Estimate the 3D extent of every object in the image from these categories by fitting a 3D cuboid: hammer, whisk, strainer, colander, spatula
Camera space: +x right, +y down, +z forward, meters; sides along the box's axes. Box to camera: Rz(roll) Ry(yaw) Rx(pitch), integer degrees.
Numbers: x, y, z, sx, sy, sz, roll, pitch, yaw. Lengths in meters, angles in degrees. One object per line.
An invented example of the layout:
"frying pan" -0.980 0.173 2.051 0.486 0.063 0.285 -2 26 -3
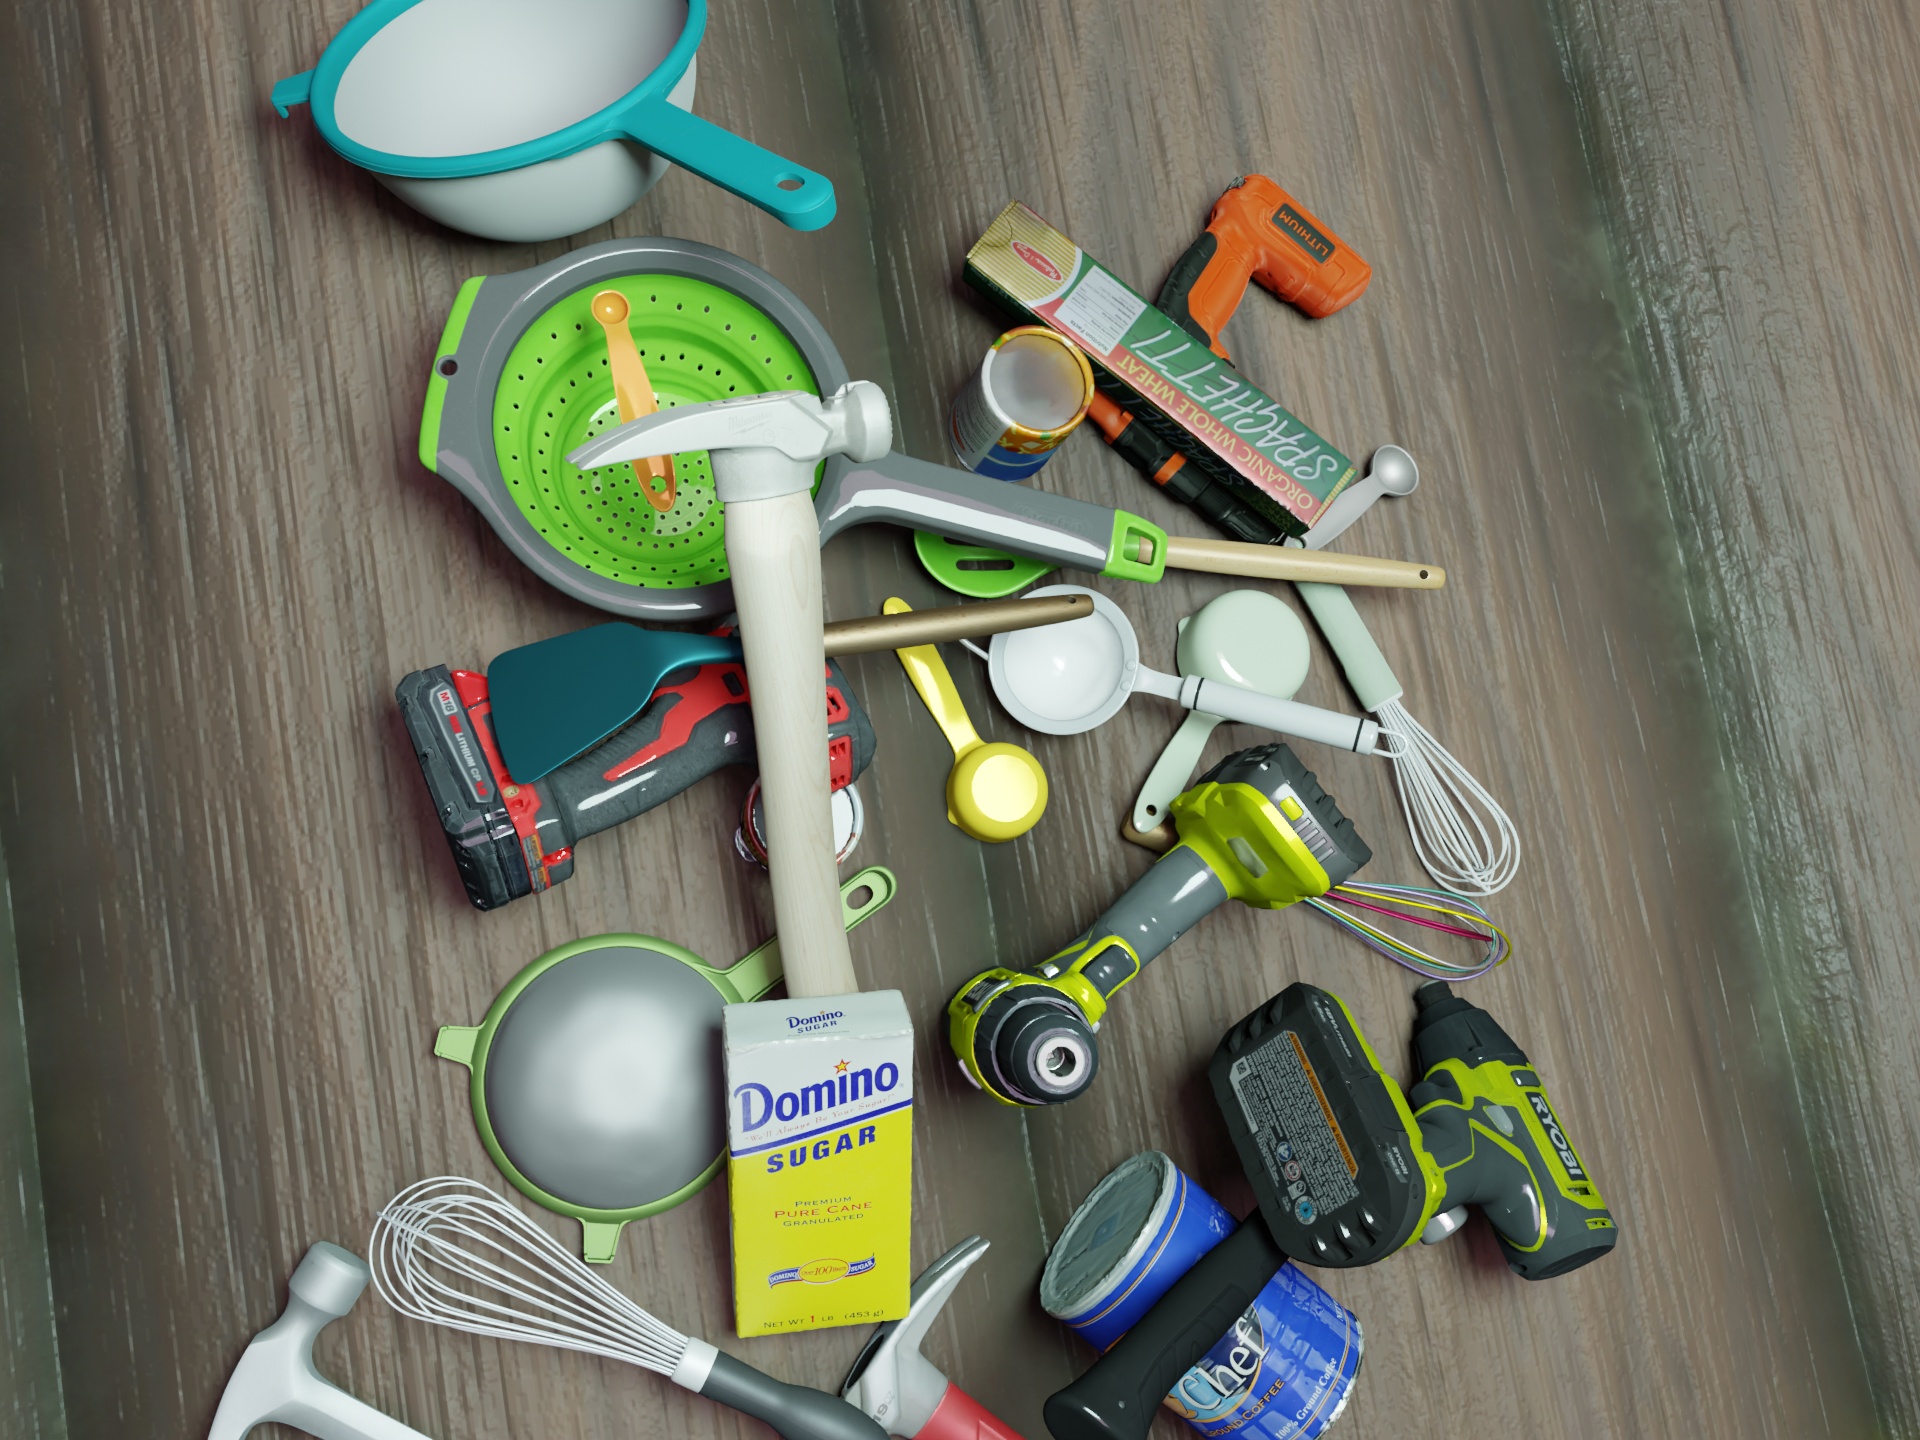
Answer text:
"hammer" -0.184 0.423 0.796 0.405 0.035 0.144 31 76 -6
"whisk" -0.162 0.307 0.794 0.284 0.070 0.070 27 77 -3
"strainer" -0.134 0.155 0.831 0.256 0.069 0.151 -36 90 -14
"hammer" 0.144 0.262 0.798 0.334 0.035 0.146 -19 69 -51
"colander" -0.084 -0.128 0.874 0.397 0.094 0.204 13 79 -11
"hammer" -0.088 0.049 0.782 0.146 0.038 0.410 -13 112 -22
"spatula" -0.077 -0.034 0.815 0.317 0.044 0.082 -9 52 -21
"strainer" 0.123 -0.016 0.898 0.258 0.050 0.087 15 85 15
"hammer" 0.108 0.446 0.858 0.386 0.038 0.143 39 74 -5
"whisk" 0.211 0.097 0.934 0.245 0.047 0.051 20 79 -6
"strainer" -0.181 -0.294 0.826 0.341 0.095 0.211 34 66 28
"whisk" 0.260 -0.004 0.961 0.058 0.059 0.246 -20 79 -59

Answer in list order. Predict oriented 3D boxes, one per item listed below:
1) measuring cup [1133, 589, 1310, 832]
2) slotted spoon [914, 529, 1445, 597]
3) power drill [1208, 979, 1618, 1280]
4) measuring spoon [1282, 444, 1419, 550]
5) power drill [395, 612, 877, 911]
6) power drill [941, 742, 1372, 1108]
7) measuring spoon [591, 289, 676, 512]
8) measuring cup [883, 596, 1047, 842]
"measuring cup" 0.148 -0.006 0.926 0.083 0.038 0.168 34 67 -3
"slotted spoon" 0.129 -0.096 0.930 0.313 0.031 0.070 5 86 -3
"power drill" 0.243 0.211 0.852 0.223 0.080 0.171 14 44 -40
"measuring spoon" 0.236 -0.130 0.977 0.124 0.018 0.034 -36 89 -26
"power drill" -0.169 0.000 0.832 0.219 0.078 0.143 -20 57 -19
"power drill" 0.094 0.112 0.816 0.228 0.190 0.080 -39 90 -10
"measuring spoon" -0.165 -0.161 0.807 0.021 0.011 0.117 -15 89 -16
"measuring cup" -0.001 -0.003 0.906 0.062 0.029 0.156 -29 91 -16
